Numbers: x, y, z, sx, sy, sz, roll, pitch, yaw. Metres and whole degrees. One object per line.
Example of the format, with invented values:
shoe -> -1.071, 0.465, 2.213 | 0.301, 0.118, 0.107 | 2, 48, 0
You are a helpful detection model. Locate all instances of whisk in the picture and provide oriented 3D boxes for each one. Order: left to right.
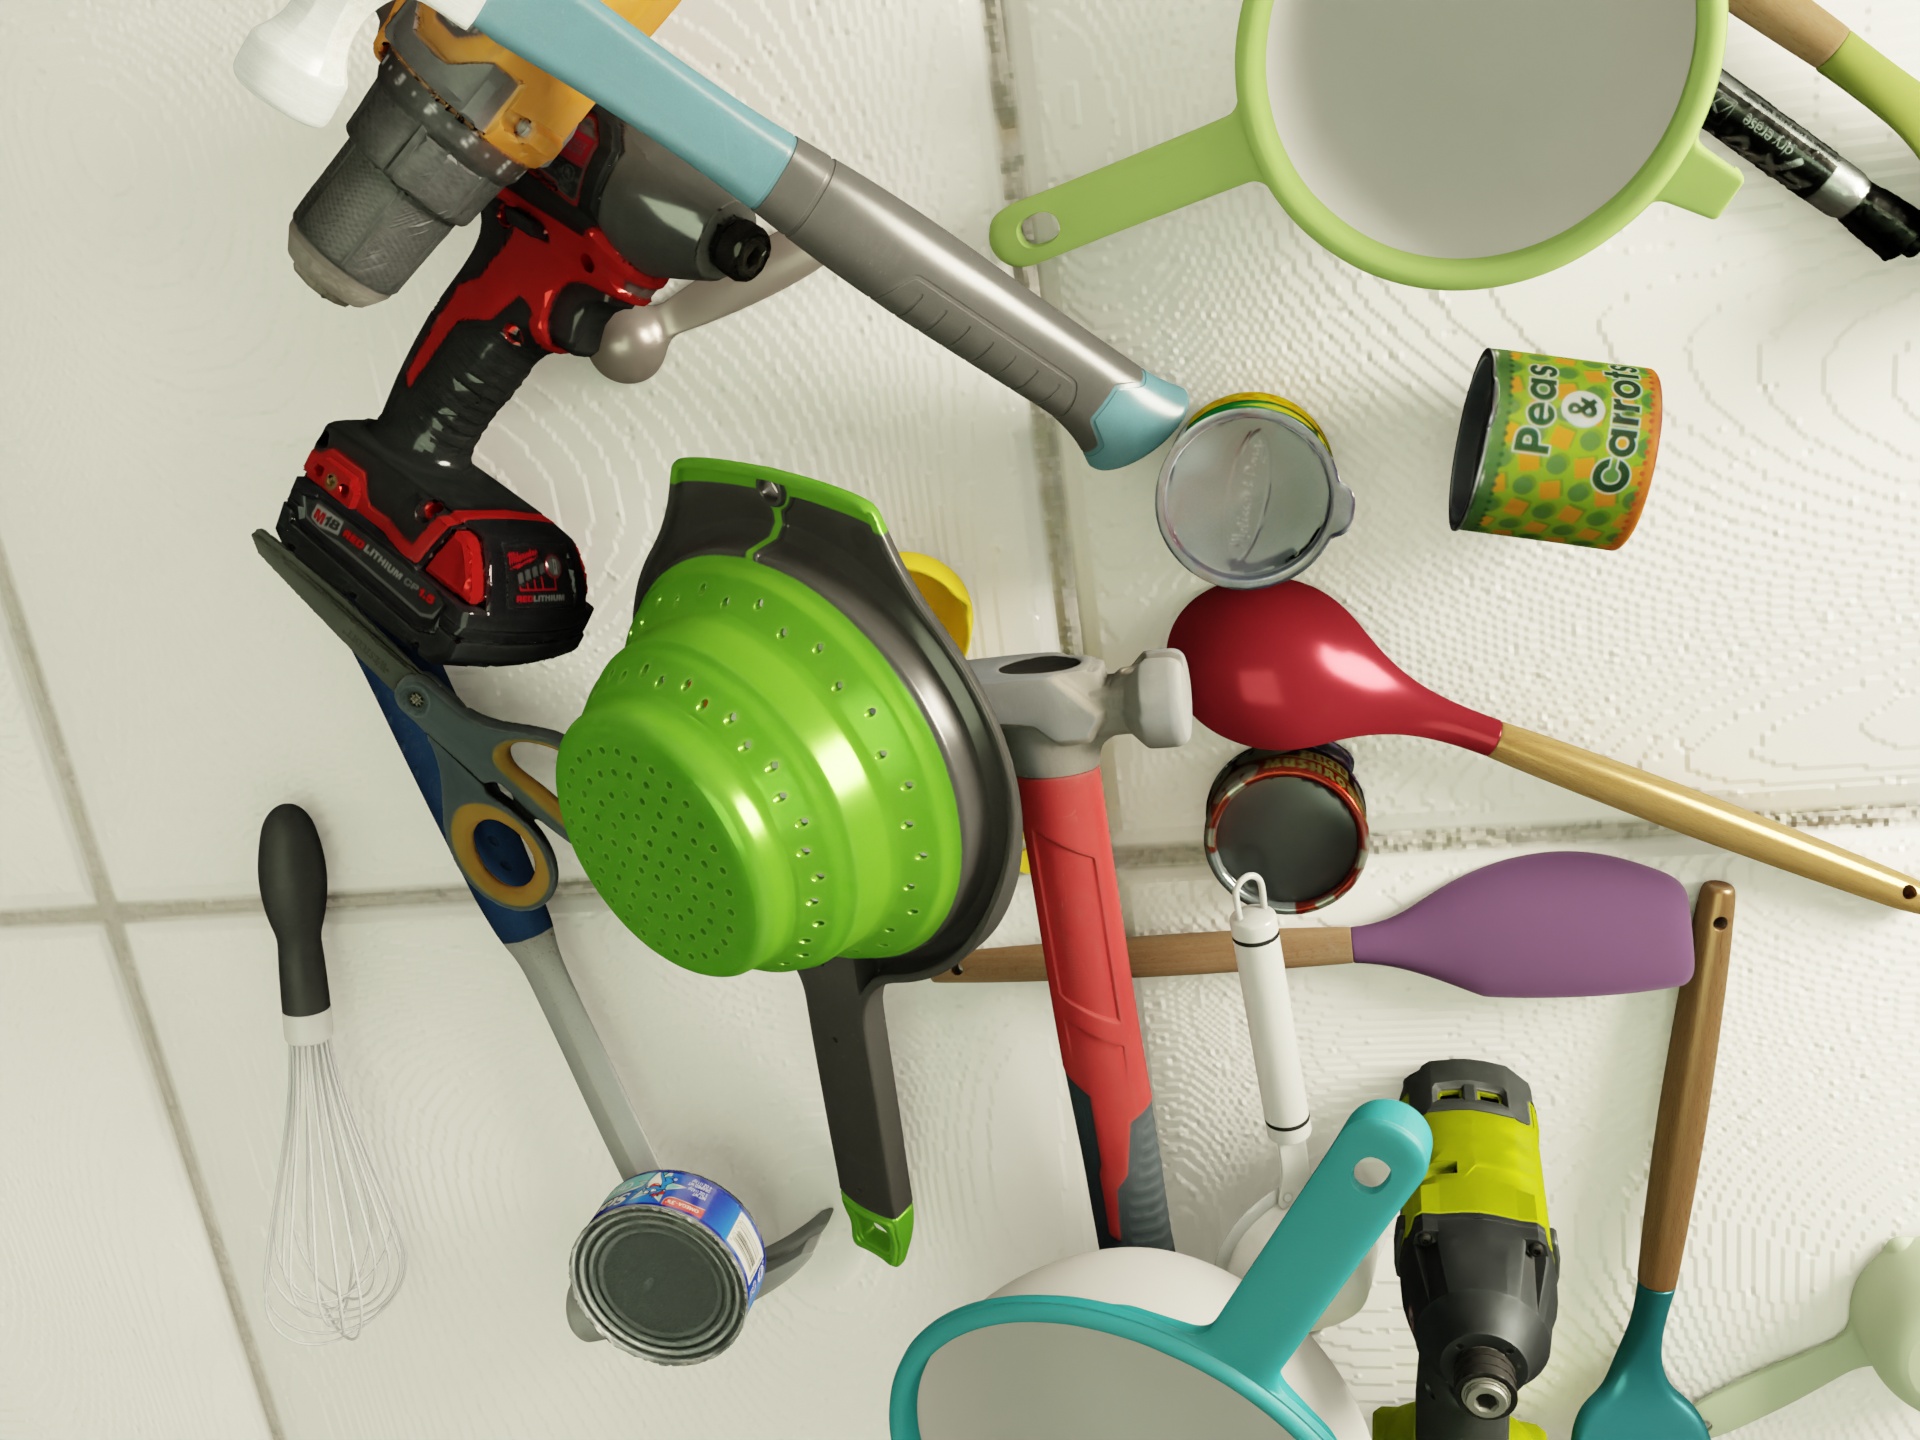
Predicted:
whisk -> -0.316, 0.177, 0.776 | 0.070, 0.070, 0.284 | 2, 104, 11

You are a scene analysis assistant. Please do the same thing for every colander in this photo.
colander -> -0.076, 0.099, 0.640 | 0.205, 0.094, 0.396 | 18, 127, 35

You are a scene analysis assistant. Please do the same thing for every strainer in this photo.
strainer -> 0.102, 0.243, 0.622 | 0.211, 0.095, 0.340 | 29, 124, 11
strainer -> 0.139, 0.179, 0.673 | 0.087, 0.050, 0.258 | -18, 111, -11
strainer -> 0.129, -0.217, 0.558 | 0.256, 0.069, 0.151 | -12, 115, 32

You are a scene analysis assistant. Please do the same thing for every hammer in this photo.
hammer -> -0.190, 0.106, 0.735 | 0.144, 0.035, 0.405 | -17, 104, 17
hammer -> -0.052, -0.175, 0.534 | 0.330, 0.033, 0.128 | 27, 109, -30
hammer -> 0.048, 0.156, 0.687 | 0.143, 0.038, 0.386 | -4, 112, 16

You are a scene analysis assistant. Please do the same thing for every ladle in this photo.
ladle -> 0.233, 0.018, 0.623 | 0.315, 0.031, 0.069 | 20, 87, 1
ladle -> 0.269, -0.240, 0.518 | 0.320, 0.062, 0.078 | 36, 88, 1

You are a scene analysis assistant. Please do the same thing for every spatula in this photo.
spatula -> 0.139, 0.094, 0.674 | 0.316, 0.018, 0.060 | -6, 88, 14
spatula -> 0.302, 0.220, 0.667 | 0.082, 0.044, 0.317 | 0, 106, 1

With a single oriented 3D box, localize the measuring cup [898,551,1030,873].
measuring cup -> -0.001, -0.002, 0.672 | 0.062, 0.029, 0.156 | -21, 115, 17

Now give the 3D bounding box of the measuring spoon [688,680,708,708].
measuring spoon -> -0.127, 0.005, 0.704 | 0.021, 0.011, 0.117 | 38, 115, -4

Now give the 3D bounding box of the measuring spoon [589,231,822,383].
measuring spoon -> -0.100, -0.169, 0.633 | 0.124, 0.018, 0.034 | -22, 103, 20

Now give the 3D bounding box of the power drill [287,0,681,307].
power drill -> -0.213, -0.272, 0.551 | 0.185, 0.084, 0.226 | -46, 78, 12

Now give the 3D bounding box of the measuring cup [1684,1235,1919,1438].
measuring cup -> 0.382, 0.281, 0.676 | 0.167, 0.038, 0.083 | -37, 98, 20

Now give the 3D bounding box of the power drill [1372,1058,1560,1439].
power drill -> 0.204, 0.275, 0.642 | 0.080, 0.171, 0.223 | 0, 112, 15

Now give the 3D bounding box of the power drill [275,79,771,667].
power drill -> -0.164, -0.136, 0.612 | 0.143, 0.078, 0.219 | 35, 108, 18
